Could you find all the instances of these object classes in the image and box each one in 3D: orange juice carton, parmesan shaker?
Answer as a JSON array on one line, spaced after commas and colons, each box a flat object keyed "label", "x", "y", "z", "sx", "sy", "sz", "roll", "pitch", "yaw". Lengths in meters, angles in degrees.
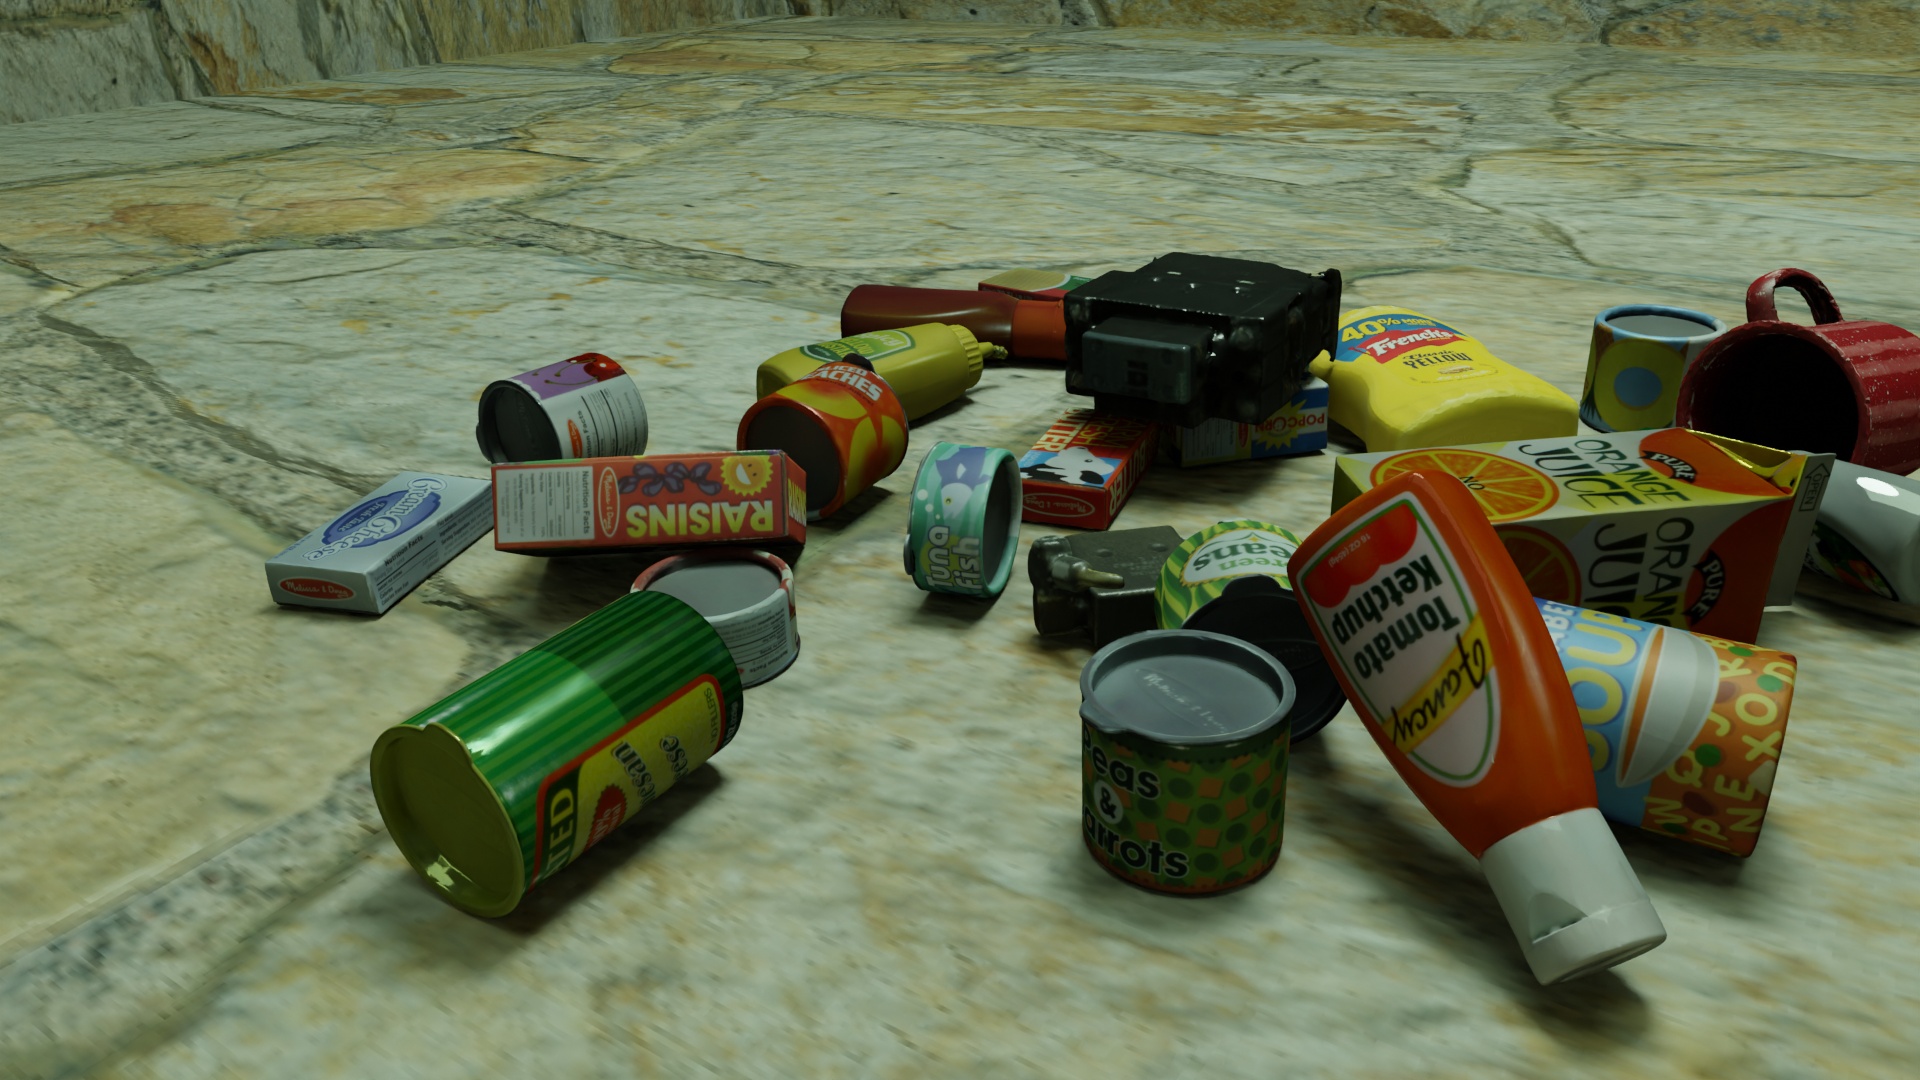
[{"label": "orange juice carton", "x": 0.249, "y": 0.004, "z": 0.552, "sx": 0.193, "sy": 0.071, "sz": 0.073, "roll": -5, "pitch": 26, "yaw": -6}, {"label": "parmesan shaker", "x": -0.127, "y": 0.064, "z": 0.454, "sx": 0.071, "sy": 0.071, "sz": 0.103, "roll": 14, "pitch": 29, "yaw": 29}]

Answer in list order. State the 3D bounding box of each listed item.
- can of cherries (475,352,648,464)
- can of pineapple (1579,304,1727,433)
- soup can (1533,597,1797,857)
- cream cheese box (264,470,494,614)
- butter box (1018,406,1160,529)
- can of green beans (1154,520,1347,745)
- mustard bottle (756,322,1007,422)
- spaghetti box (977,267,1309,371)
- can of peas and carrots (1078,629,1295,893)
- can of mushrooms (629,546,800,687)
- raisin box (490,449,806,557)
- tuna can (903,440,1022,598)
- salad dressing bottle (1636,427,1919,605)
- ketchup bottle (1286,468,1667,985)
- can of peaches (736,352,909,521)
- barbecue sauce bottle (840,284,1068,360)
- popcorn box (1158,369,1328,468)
[{"label": "can of cherries", "x": -0.207, "y": -0.060, "z": 0.721, "sx": 0.071, "sy": 0.071, "sz": 0.059, "roll": 16, "pitch": 31, "yaw": 33}, {"label": "can of pineapple", "x": 0.376, "y": -0.093, "z": 0.760, "sx": 0.071, "sy": 0.057, "sz": 0.071, "roll": -2, "pitch": 26, "yaw": 1}, {"label": "soup can", "x": 0.215, "y": 0.057, "z": 0.446, "sx": 0.084, "sy": 0.071, "sz": 0.072, "roll": 13, "pitch": 29, "yaw": 28}, {"label": "cream cheese box", "x": -0.266, "y": 0.000, "z": 0.650, "sx": 0.053, "sy": 0.024, "sz": 0.104, "roll": 6, "pitch": 27, "yaw": 13}, {"label": "butter box", "x": 0.064, "y": -0.039, "z": 0.707, "sx": 0.053, "sy": 0.024, "sz": 0.104, "roll": 8, "pitch": 27, "yaw": 21}, {"label": "can of green beans", "x": 0.105, "y": 0.033, "z": 0.507, "sx": 0.071, "sy": 0.071, "sz": 0.058, "roll": 0, "pitch": 25, "yaw": 3}, {"label": "mustard bottle", "x": -0.038, "y": -0.097, "z": 0.806, "sx": 0.161, "sy": 0.048, "sz": 0.065, "roll": -20, "pitch": 33, "yaw": -32}, {"label": "spaghetti box", "x": 0.125, "y": -0.147, "z": 0.923, "sx": 0.250, "sy": 0.028, "sz": 0.050, "roll": 17, "pitch": 32, "yaw": 34}, {"label": "can of peas and carrots", "x": 0.069, "y": 0.070, "z": 0.442, "sx": 0.071, "sy": 0.058, "sz": 0.071, "roll": -2, "pitch": 26, "yaw": 1}, {"label": "can of mushrooms", "x": -0.101, "y": 0.030, "z": 0.566, "sx": 0.071, "sy": 0.033, "sz": 0.071, "roll": -2, "pitch": 26, "yaw": 1}, {"label": "raisin box", "x": -0.134, "y": -0.015, "z": 0.618, "sx": 0.123, "sy": 0.040, "sz": 0.086, "roll": -2, "pitch": -4, "yaw": -1}, {"label": "tuna can", "x": 0.002, "y": -0.008, "z": 0.599, "sx": 0.033, "sy": 0.070, "sz": 0.071, "roll": 7, "pitch": 27, "yaw": 17}, {"label": "salad dressing bottle", "x": 0.357, "y": -0.017, "z": 0.609, "sx": 0.044, "sy": 0.064, "sz": 0.148, "roll": -52, "pitch": 28, "yaw": 0}, {"label": "ketchup bottle", "x": 0.154, "y": 0.054, "z": 0.414, "sx": 0.043, "sy": 0.064, "sz": 0.149, "roll": 10, "pitch": 49, "yaw": -40}, {"label": "can of peaches", "x": -0.068, "y": -0.052, "z": 0.690, "sx": 0.071, "sy": 0.071, "sz": 0.058, "roll": 12, "pitch": 30, "yaw": 27}, {"label": "barbecue sauce bottle", "x": 0.001, "y": -0.139, "z": 0.899, "sx": 0.148, "sy": 0.043, "sz": 0.065, "roll": 5, "pitch": 27, "yaw": 13}, {"label": "popcorn box", "x": 0.140, "y": -0.085, "z": 0.781, "sx": 0.085, "sy": 0.038, "sz": 0.127, "roll": -8, "pitch": 26, "yaw": -11}]
